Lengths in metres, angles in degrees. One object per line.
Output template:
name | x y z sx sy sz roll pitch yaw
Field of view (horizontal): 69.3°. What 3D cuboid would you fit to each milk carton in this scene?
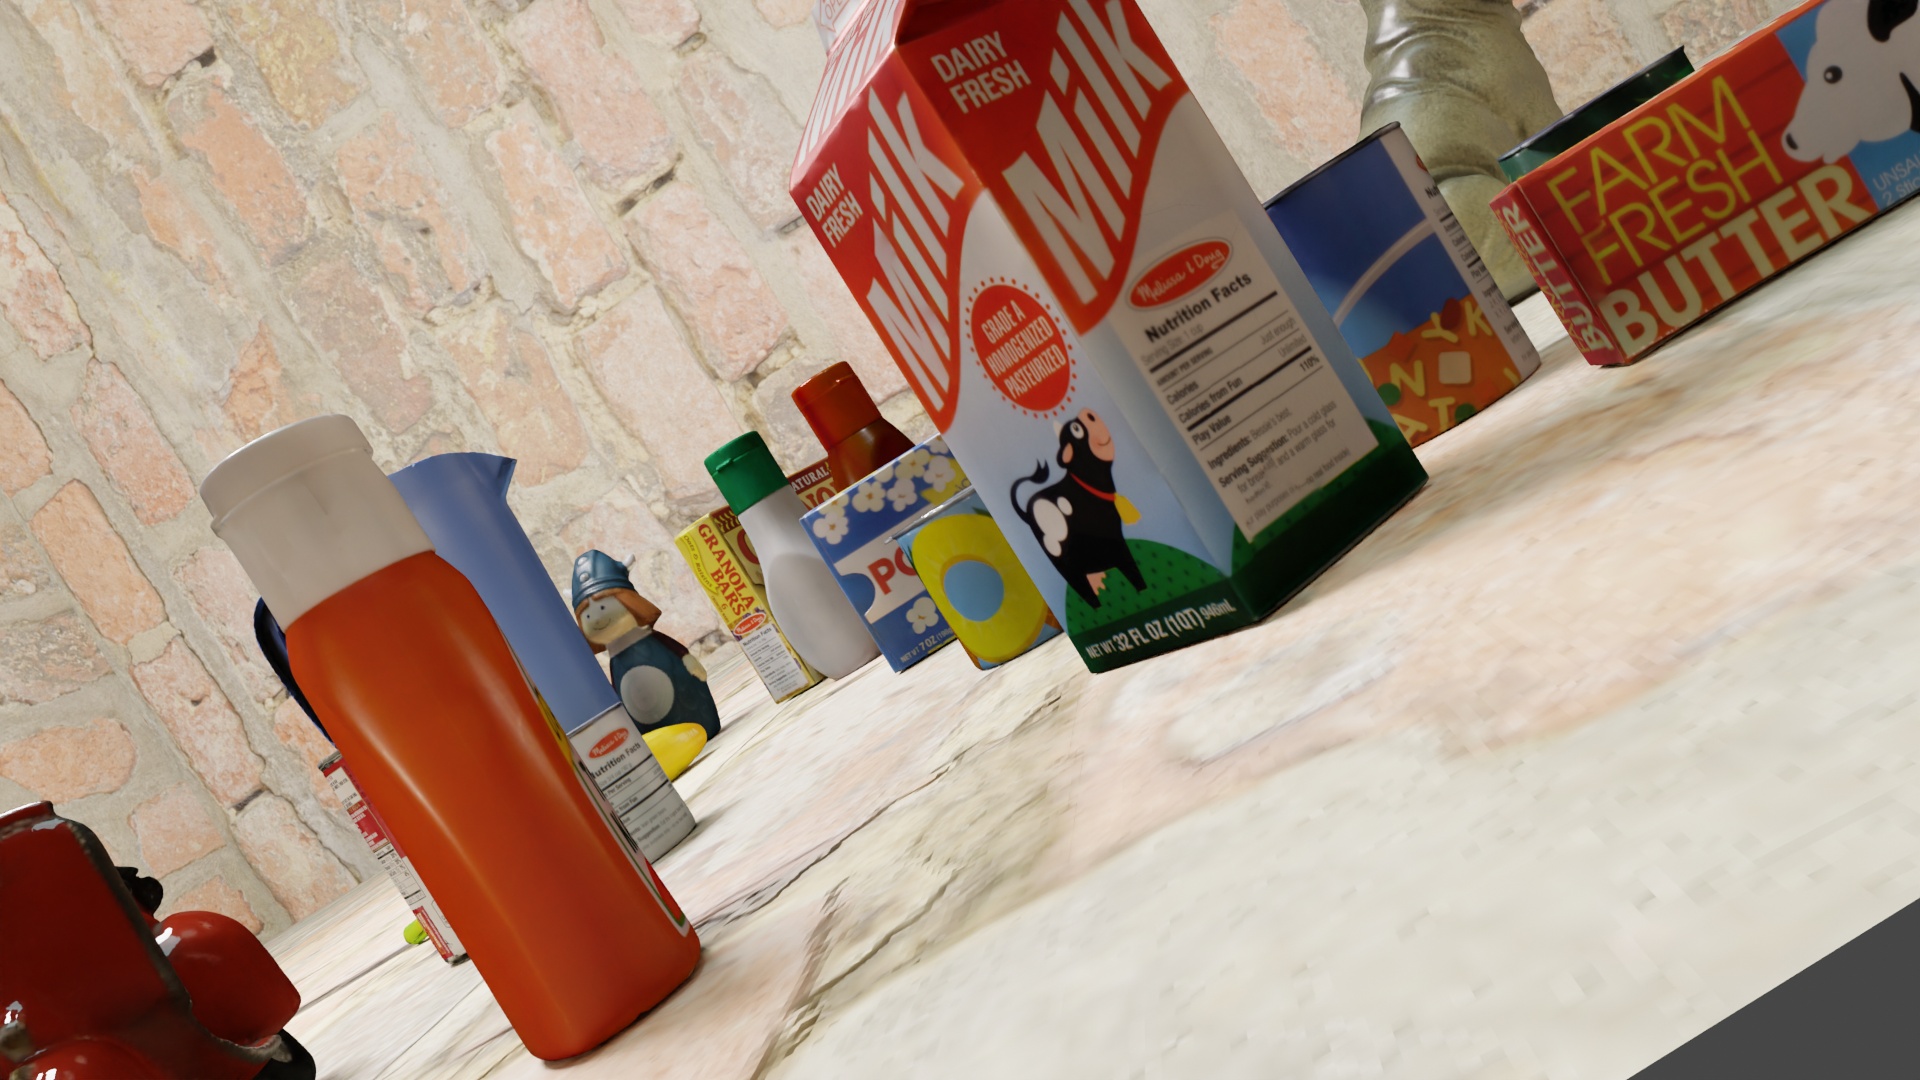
milk carton | 0.024 -0.070 0.347 0.074 0.190 0.072 -33 2 -30

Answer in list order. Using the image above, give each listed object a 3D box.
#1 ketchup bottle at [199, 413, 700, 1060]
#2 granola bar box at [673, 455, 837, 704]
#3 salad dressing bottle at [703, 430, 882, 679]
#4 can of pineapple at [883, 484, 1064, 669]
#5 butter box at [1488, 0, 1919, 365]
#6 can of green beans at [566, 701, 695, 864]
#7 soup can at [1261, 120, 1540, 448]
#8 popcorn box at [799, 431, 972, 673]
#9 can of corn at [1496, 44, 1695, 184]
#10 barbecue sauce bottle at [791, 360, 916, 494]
ketchup bottle | -0.116 0.043 0.315 0.044 0.148 0.064 -33 2 -24
granola bar box | -0.096 0.017 0.918 0.039 0.124 0.166 -31 2 33
salad dressing bottle | -0.094 0.007 0.800 0.064 0.147 0.044 -31 2 22
can of pineapple | 0.017 0.006 0.495 0.071 0.058 0.071 -32 2 1
butter box | 0.188 -0.090 0.336 0.103 0.053 0.024 -32 2 8
can of green beans | -0.146 0.105 0.540 0.071 0.058 0.071 -32 2 1
soup can | 0.123 -0.072 0.424 0.071 0.083 0.071 -32 2 1
popcorn box | 0.002 -0.008 0.645 0.127 0.085 0.038 -32 2 1
can of corn | 0.227 -0.124 0.475 0.071 0.058 0.071 -32 2 1
barbecue sauce bottle | -0.037 -0.026 0.752 0.065 0.148 0.043 -34 2 -41
